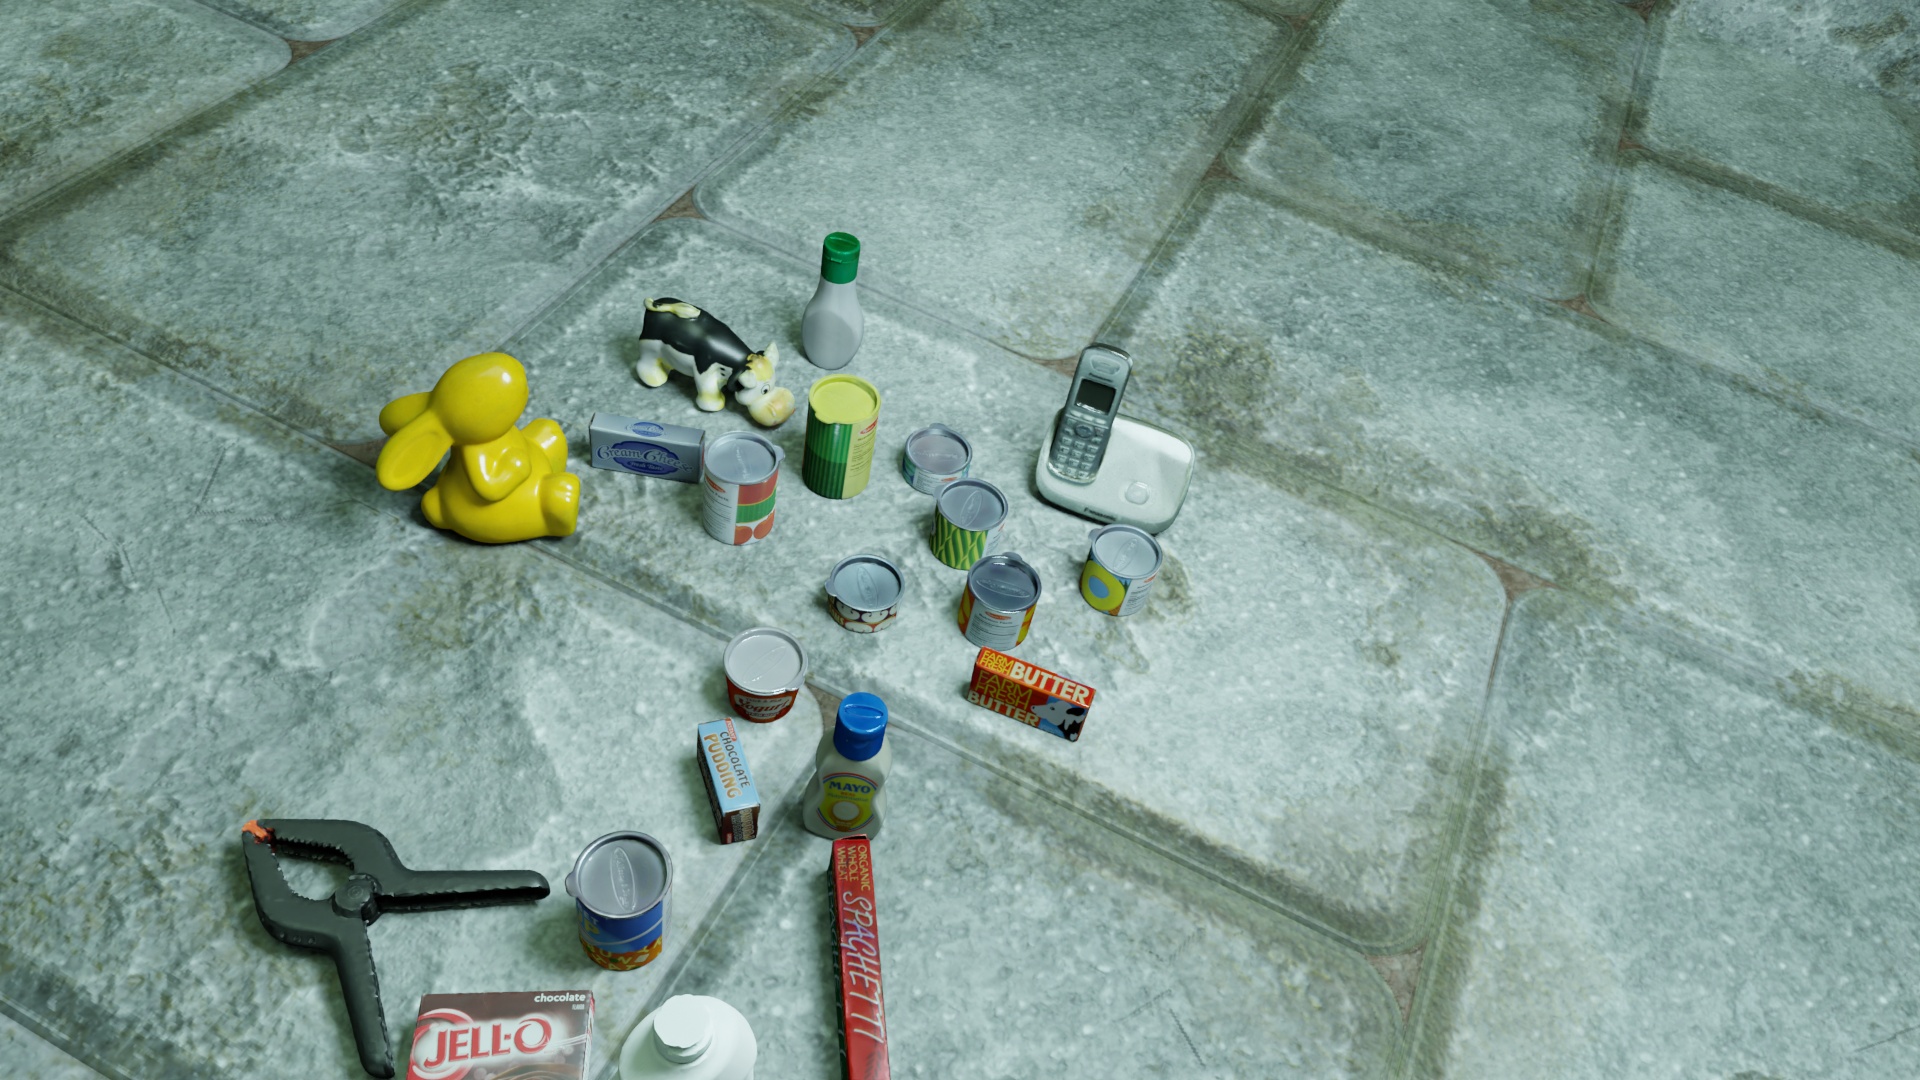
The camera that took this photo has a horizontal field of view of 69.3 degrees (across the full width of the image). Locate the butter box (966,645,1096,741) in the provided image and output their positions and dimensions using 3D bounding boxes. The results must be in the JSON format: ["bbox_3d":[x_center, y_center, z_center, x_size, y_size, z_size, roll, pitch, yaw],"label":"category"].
[{"bbox_3d":[0.058,0.129,1.167,0.103,0.052,0.024,21,47,7],"label":"butter box"}]

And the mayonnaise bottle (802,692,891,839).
[{"bbox_3d":[-0.081,0.170,1.035,0.065,0.147,0.041,9,47,-4],"label":"mayonnaise bottle"}]

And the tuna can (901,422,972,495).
[{"bbox_3d":[-0.023,-0.079,1.353,0.071,0.032,0.071,6,47,-7],"label":"tuna can"}]

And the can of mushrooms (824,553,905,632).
[{"bbox_3d":[-0.086,0.047,1.224,0.071,0.033,0.071,6,47,-7],"label":"can of mushrooms"}]

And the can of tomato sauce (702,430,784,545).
[{"bbox_3d":[-0.197,-0.047,1.252,0.071,0.082,0.071,6,47,-7],"label":"can of tomato sauce"}]

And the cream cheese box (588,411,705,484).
[{"bbox_3d":[-0.290,-0.085,1.286,0.104,0.053,0.024,10,47,-4],"label":"cream cheese box"}]

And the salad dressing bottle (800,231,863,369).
[{"bbox_3d":[-0.126,-0.241,1.400,0.064,0.146,0.044,16,47,2],"label":"salad dressing bottle"}]

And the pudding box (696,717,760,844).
[{"bbox_3d":[-0.179,0.184,1.067,0.030,0.049,0.084,-10,51,-20],"label":"pudding box"}]

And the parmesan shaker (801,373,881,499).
[{"bbox_3d":[-0.115,-0.095,1.300,0.071,0.102,0.072,6,47,-7],"label":"parmesan shaker"}]

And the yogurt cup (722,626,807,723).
[{"bbox_3d":[-0.161,0.112,1.134,0.072,0.053,0.073,6,47,-7],"label":"yogurt cup"}]

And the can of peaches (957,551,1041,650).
[{"bbox_3d":[0.035,0.054,1.228,0.071,0.057,0.071,6,47,-7],"label":"can of peaches"}]

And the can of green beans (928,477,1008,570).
[{"bbox_3d":[0.007,-0.015,1.285,0.071,0.057,0.071,6,47,-7],"label":"can of green beans"}]

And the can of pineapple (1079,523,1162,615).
[{"bbox_3d":[0.145,0.026,1.278,0.071,0.057,0.071,6,47,-7],"label":"can of pineapple"}]

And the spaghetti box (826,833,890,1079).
[{"bbox_3d":[-0.069,0.325,0.962,0.029,0.049,0.251,1,48,-12],"label":"spaghetti box"}]

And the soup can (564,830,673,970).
[{"bbox_3d":[-0.237,0.252,0.969,0.071,0.083,0.072,6,47,-7],"label":"soup can"}]
